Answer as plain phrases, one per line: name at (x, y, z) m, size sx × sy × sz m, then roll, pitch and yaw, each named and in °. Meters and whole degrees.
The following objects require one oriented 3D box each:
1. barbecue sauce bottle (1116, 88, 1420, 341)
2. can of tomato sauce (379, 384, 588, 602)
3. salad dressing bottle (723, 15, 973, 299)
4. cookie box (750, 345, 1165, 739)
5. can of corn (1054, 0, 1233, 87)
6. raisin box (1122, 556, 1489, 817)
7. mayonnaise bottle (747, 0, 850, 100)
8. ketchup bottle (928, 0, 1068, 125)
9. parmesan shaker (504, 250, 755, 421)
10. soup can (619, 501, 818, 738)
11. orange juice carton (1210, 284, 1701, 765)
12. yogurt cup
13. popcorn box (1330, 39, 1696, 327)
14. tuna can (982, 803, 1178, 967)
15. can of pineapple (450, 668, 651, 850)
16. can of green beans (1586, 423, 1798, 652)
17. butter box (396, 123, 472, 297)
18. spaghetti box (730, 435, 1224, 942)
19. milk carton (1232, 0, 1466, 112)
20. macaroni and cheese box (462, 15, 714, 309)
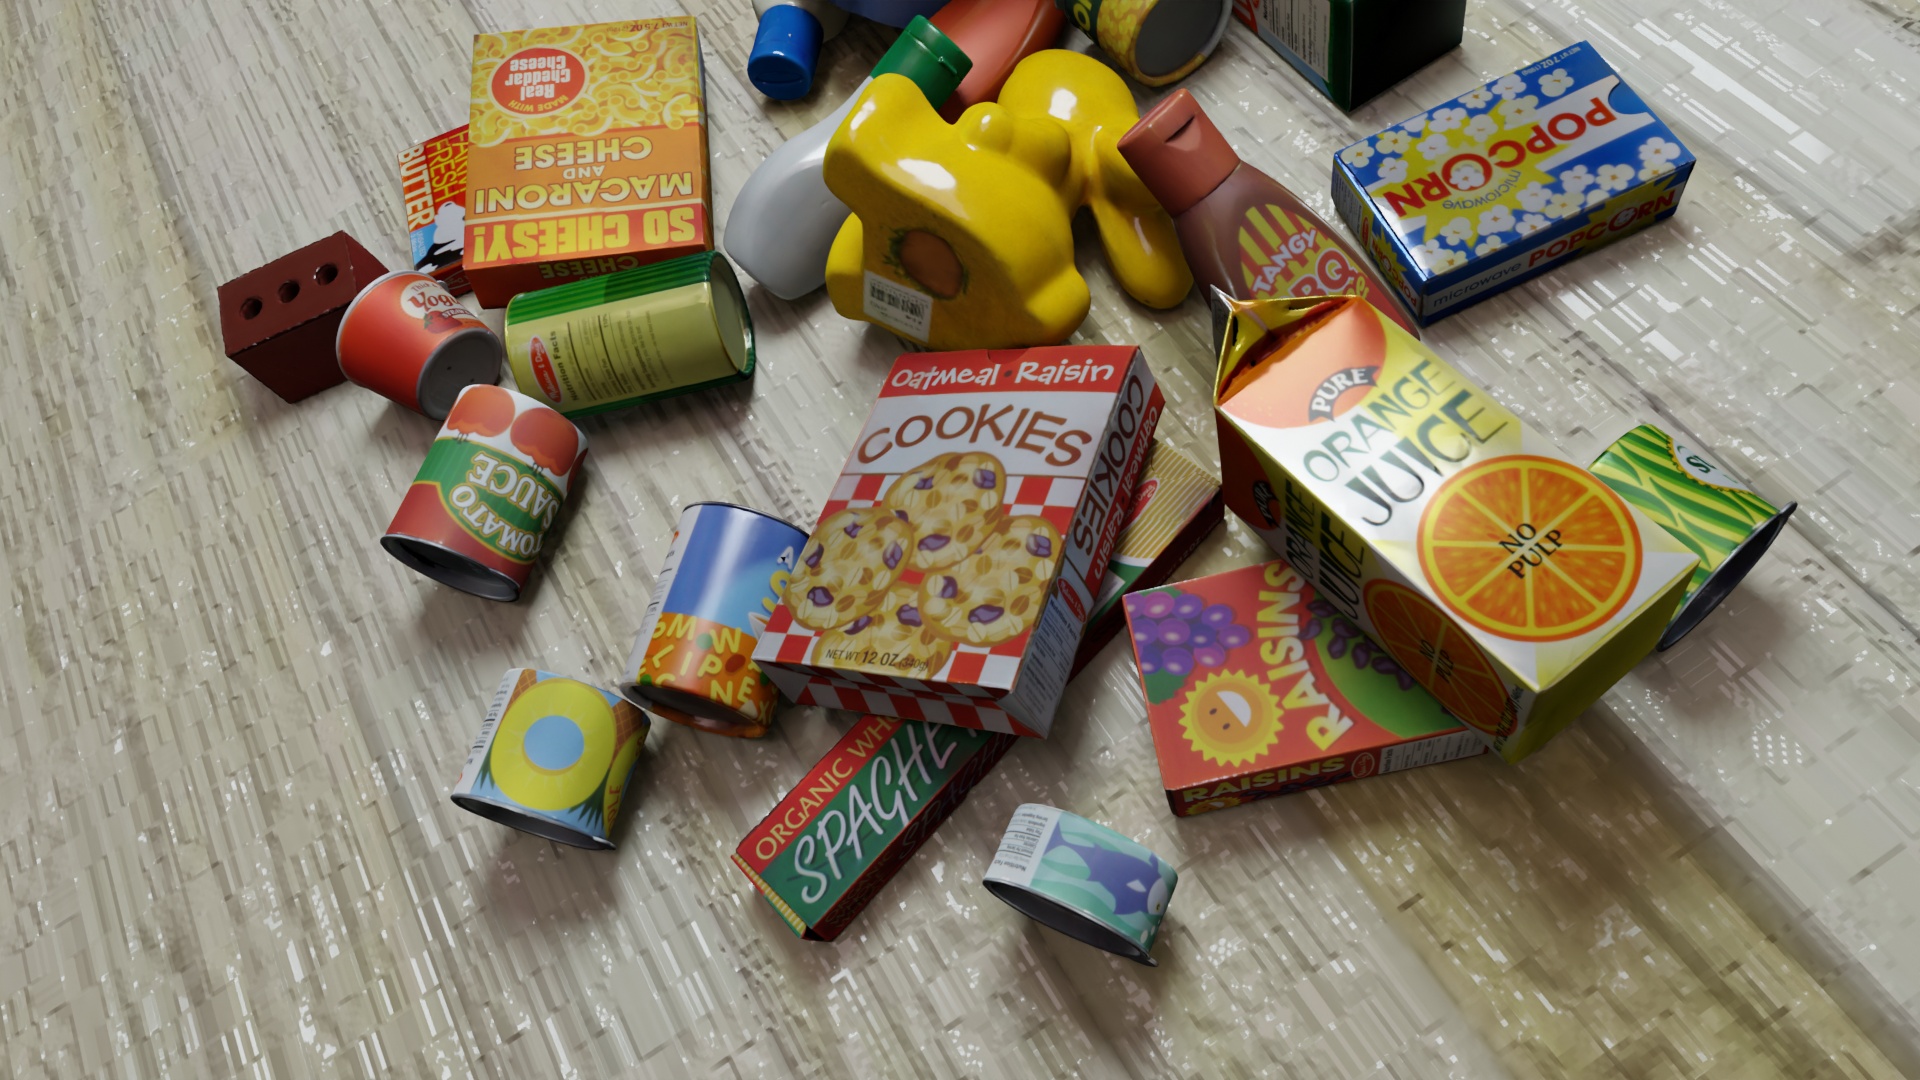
barbecue sauce bottle at (0.125, -0.119, 0.581) m, size 0.065 × 0.043 × 0.148 m, roll -44°, pitch 103°, yaw -7°
can of tomato sauce at (-0.221, -0.022, 0.655) m, size 0.071 × 0.071 × 0.083 m, roll 11°, pitch 66°, yaw 20°
salad dressing bottle at (-0.054, -0.187, 0.682) m, size 0.147 × 0.064 × 0.044 m, roll -48°, pitch 42°, yaw 11°
cookie box at (0.002, -0.007, 0.576) m, size 0.123 × 0.040 × 0.168 m, roll 3°, pitch 55°, yaw 32°
can of corn at (0.093, -0.272, 0.702) m, size 0.071 × 0.071 × 0.058 m, roll -35°, pitch 61°, yaw -4°
raisin box at (0.132, 0.051, 0.542) m, size 0.123 × 0.040 × 0.086 m, roll -13°, pitch 61°, yaw 6°
mayonnaise bottle at (-0.088, -0.318, 0.787) m, size 0.065 × 0.041 × 0.149 m, roll 2°, pitch 64°, yaw 13°
ketchup bottle at (0.022, -0.270, 0.733) m, size 0.065 × 0.043 × 0.149 m, roll 37°, pitch 77°, yaw 24°
parmesan shaker at (-0.159, -0.097, 0.681) m, size 0.103 × 0.071 × 0.071 m, roll -11°, pitch 61°, yaw 8°
soup can at (-0.098, 0.035, 0.596) m, size 0.071 × 0.071 × 0.084 m, roll 8°, pitch 67°, yaw 18°
orange juice carton at (0.157, -0.018, 0.508) m, size 0.073 × 0.071 × 0.193 m, roll -38°, pitch 60°, yaw -8°
yogurt cup at (-0.274, -0.097, 0.711) m, size 0.054 × 0.072 × 0.072 m, roll 32°, pitch 75°, yaw 18°
popcorn box at (0.243, -0.160, 0.623) m, size 0.127 × 0.038 × 0.085 m, roll -24°, pitch 59°, yaw 2°
tuna can at (0.047, 0.127, 0.511) m, size 0.071 × 0.071 × 0.033 m, roll 18°, pitch 69°, yaw 22°
can of pineapple at (-0.169, 0.093, 0.584) m, size 0.071 × 0.070 × 0.058 m, roll 9°, pitch 66°, yaw 19°
can of green beans at (0.260, -0.002, 0.520) m, size 0.071 × 0.071 × 0.058 m, roll -40°, pitch 61°, yaw -7°
butter box at (-0.282, -0.186, 0.780) m, size 0.053 × 0.024 × 0.104 m, roll -22°, pitch 60°, yaw 2°
spaghetti box at (0.011, 0.057, 0.576) m, size 0.050 × 0.028 × 0.250 m, roll 38°, pitch 78°, yaw 28°
milk carton at (0.165, -0.310, 0.700) m, size 0.072 × 0.073 × 0.191 m, roll -33°, pitch 60°, yaw -4°
macaroni and cheese box at (-0.197, -0.205, 0.747) m, size 0.124 × 0.040 × 0.167 m, roll -7°, pitch 62°, yaw -3°
